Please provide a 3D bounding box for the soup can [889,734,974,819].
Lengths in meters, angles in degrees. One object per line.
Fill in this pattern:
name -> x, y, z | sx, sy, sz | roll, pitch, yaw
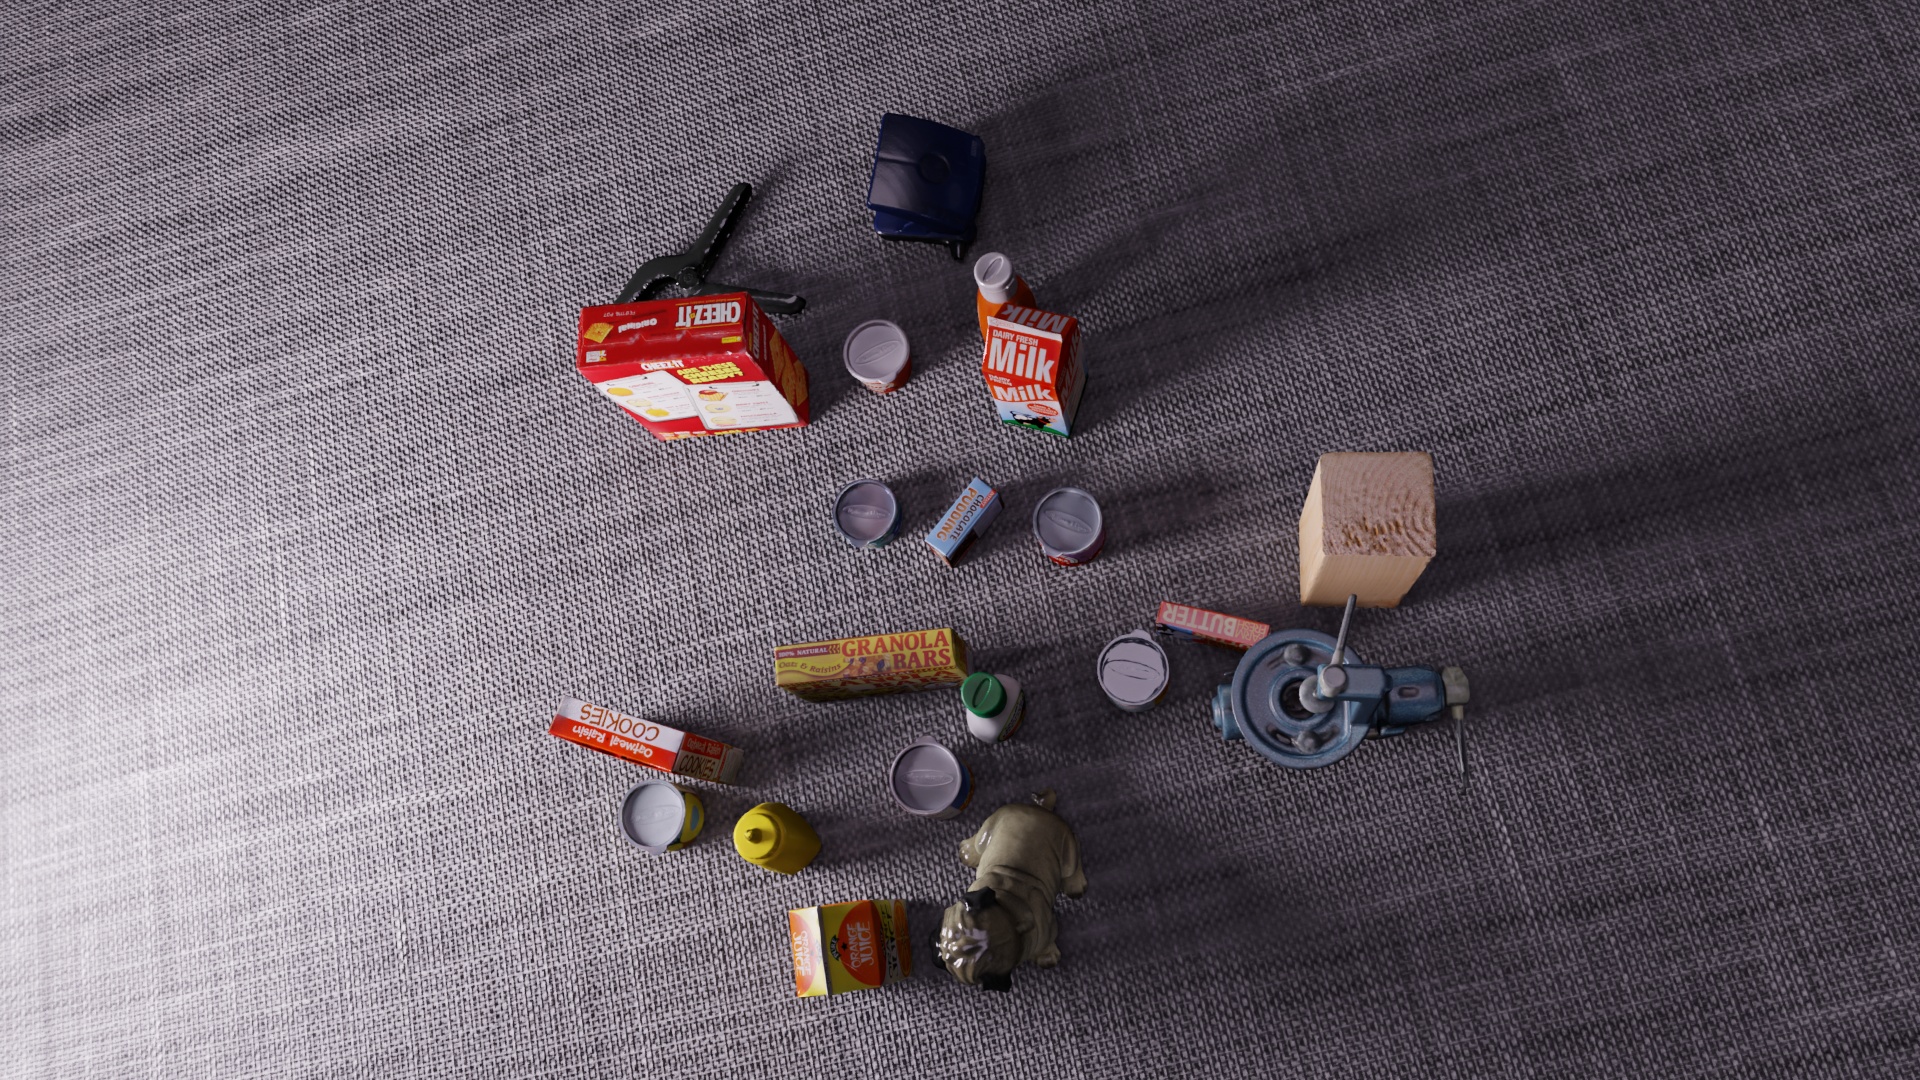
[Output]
soup can -> -0.025, 0.219, 1.280 | 0.071, 0.083, 0.071 | -2, 75, 9

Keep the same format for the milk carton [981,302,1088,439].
milk carton -> 0.071, -0.165, 1.312 | 0.072, 0.190, 0.073 | 15, 79, 13

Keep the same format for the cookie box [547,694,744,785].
cookie box -> -0.287, 0.188, 1.287 | 0.123, 0.167, 0.040 | 14, 79, 12

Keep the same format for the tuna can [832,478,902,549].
tuna can -> -0.092, -0.024, 1.382 | 0.071, 0.032, 0.071 | -2, 75, 8

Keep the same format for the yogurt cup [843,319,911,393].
yogurt cup -> -0.081, -0.184, 1.412 | 0.072, 0.054, 0.072 | -2, 75, 9

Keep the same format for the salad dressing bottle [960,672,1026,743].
salad dressing bottle -> 0.029, 0.148, 1.258 | 0.044, 0.147, 0.064 | 25, 81, 14

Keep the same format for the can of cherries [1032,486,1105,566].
can of cherries -> 0.104, -0.010, 1.335 | 0.071, 0.058, 0.071 | -2, 75, 9

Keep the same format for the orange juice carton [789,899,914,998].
orange juice carton -> -0.096, 0.350, 1.200 | 0.073, 0.192, 0.072 | -10, 74, 7

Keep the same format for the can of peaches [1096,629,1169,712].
can of peaches -> 0.162, 0.122, 1.290 | 0.071, 0.058, 0.071 | -2, 75, 9

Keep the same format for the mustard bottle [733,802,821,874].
mustard bottle -> -0.172, 0.267, 1.251 | 0.065, 0.160, 0.049 | 43, 86, 16

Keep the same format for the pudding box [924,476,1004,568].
pudding box -> 0.005, -0.017, 1.356 | 0.030, 0.049, 0.084 | 37, 84, 16

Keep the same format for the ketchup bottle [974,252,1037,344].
ketchup bottle -> 0.043, -0.233, 1.356 | 0.043, 0.148, 0.065 | 33, 83, 15

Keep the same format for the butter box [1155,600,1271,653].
butter box -> 0.235, 0.082, 1.292 | 0.103, 0.053, 0.024 | 13, 78, 12

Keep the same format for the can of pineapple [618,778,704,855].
can of pineapple -> -0.284, 0.264, 1.323 | 0.071, 0.057, 0.071 | -2, 75, 9

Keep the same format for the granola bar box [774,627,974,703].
granola bar box -> -0.077, 0.117, 1.295 | 0.165, 0.124, 0.039 | -7, 75, 7
